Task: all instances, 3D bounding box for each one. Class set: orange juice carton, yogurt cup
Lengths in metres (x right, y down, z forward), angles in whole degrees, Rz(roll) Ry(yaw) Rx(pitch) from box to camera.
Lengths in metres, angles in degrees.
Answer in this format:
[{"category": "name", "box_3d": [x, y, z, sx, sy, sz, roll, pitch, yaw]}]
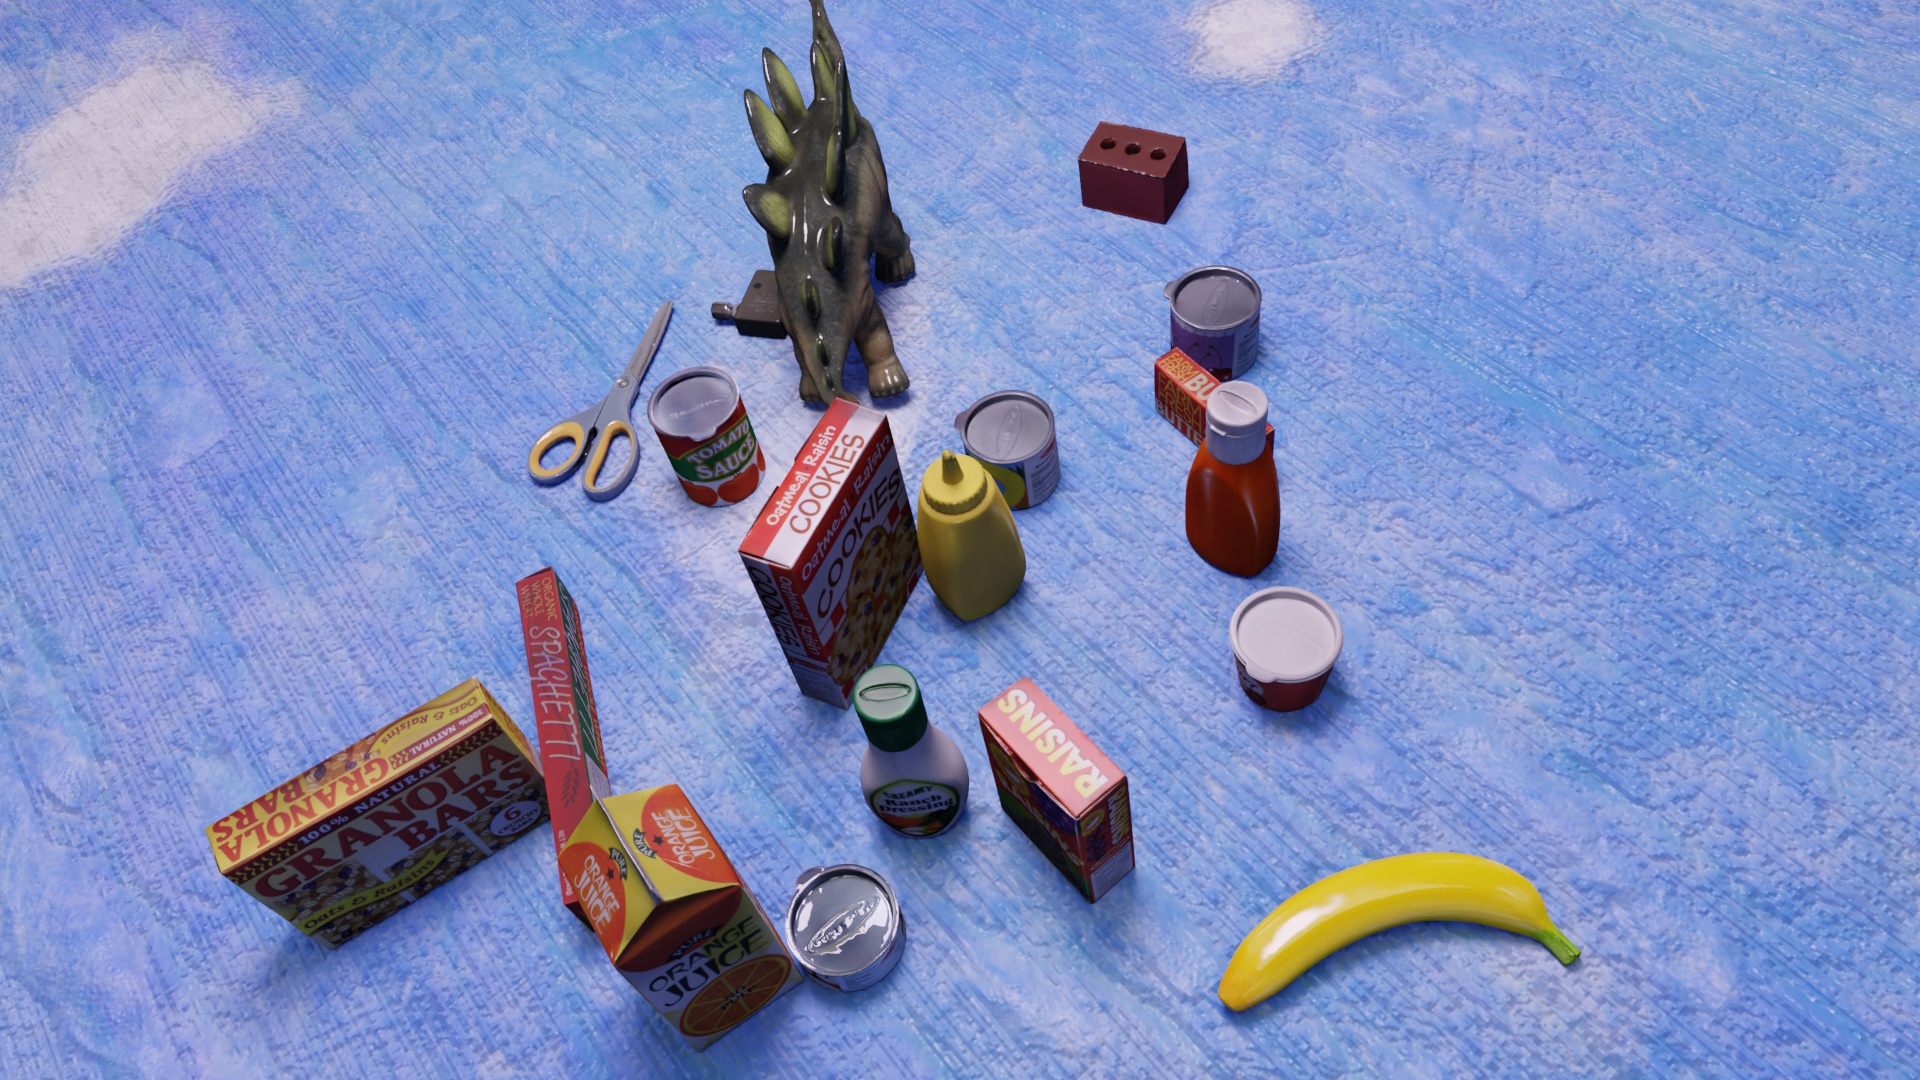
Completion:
[{"category": "orange juice carton", "box_3d": [-0.150, 0.196, 0.739, 0.073, 0.191, 0.072, -32, 56, -14]}, {"category": "yogurt cup", "box_3d": [0.201, 0.070, 0.862, 0.072, 0.053, 0.073, -4, 54, 6]}]

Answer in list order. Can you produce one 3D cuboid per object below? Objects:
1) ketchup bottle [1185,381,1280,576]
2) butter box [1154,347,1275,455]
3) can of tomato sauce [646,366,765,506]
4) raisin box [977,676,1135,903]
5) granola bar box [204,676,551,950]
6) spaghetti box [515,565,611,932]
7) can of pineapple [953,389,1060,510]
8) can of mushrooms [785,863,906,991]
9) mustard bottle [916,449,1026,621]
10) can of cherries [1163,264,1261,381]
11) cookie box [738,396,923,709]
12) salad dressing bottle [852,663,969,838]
[{"category": "ketchup bottle", "box_3d": [0.174, -0.039, 0.887, 0.065, 0.148, 0.044, 35, 67, 29]}, {"category": "butter box", "box_3d": [0.178, -0.087, 0.980, 0.024, 0.053, 0.104, -33, 56, -15]}, {"category": "can of tomato sauce", "box_3d": [-0.182, -0.073, 1.008, 0.071, 0.082, 0.071, -4, 54, 6]}, {"category": "raisin box", "box_3d": [0.055, 0.143, 0.788, 0.040, 0.122, 0.086, -35, 57, -16]}, {"category": "granola bar box", "box_3d": [-0.336, 0.166, 0.832, 0.166, 0.123, 0.039, -31, 56, -13]}, {"category": "spaghetti box", "box_3d": [-0.250, 0.127, 0.893, 0.029, 0.050, 0.251, -19, 54, -5]}, {"category": "can of pineapple", "box_3d": [0.035, -0.064, 0.983, 0.071, 0.057, 0.071, -4, 54, 6]}, {"category": "can of mushrooms", "box_3d": [-0.067, 0.223, 0.805, 0.071, 0.033, 0.071, -4, 54, 6]}, {"category": "mustard bottle", "box_3d": [0.003, -0.011, 0.886, 0.065, 0.159, 0.049, -33, 56, -14]}, {"category": "can of cherries", "box_3d": [0.186, -0.161, 1.030, 0.071, 0.058, 0.072, -4, 54, 6]}, {"category": "cookie box", "box_3d": [-0.076, 0.011, 0.878, 0.040, 0.166, 0.123, 16, 59, 20]}, {"category": "salad dressing bottle", "box_3d": [-0.032, 0.123, 0.802, 0.064, 0.147, 0.044, -6, 54, 5]}]
